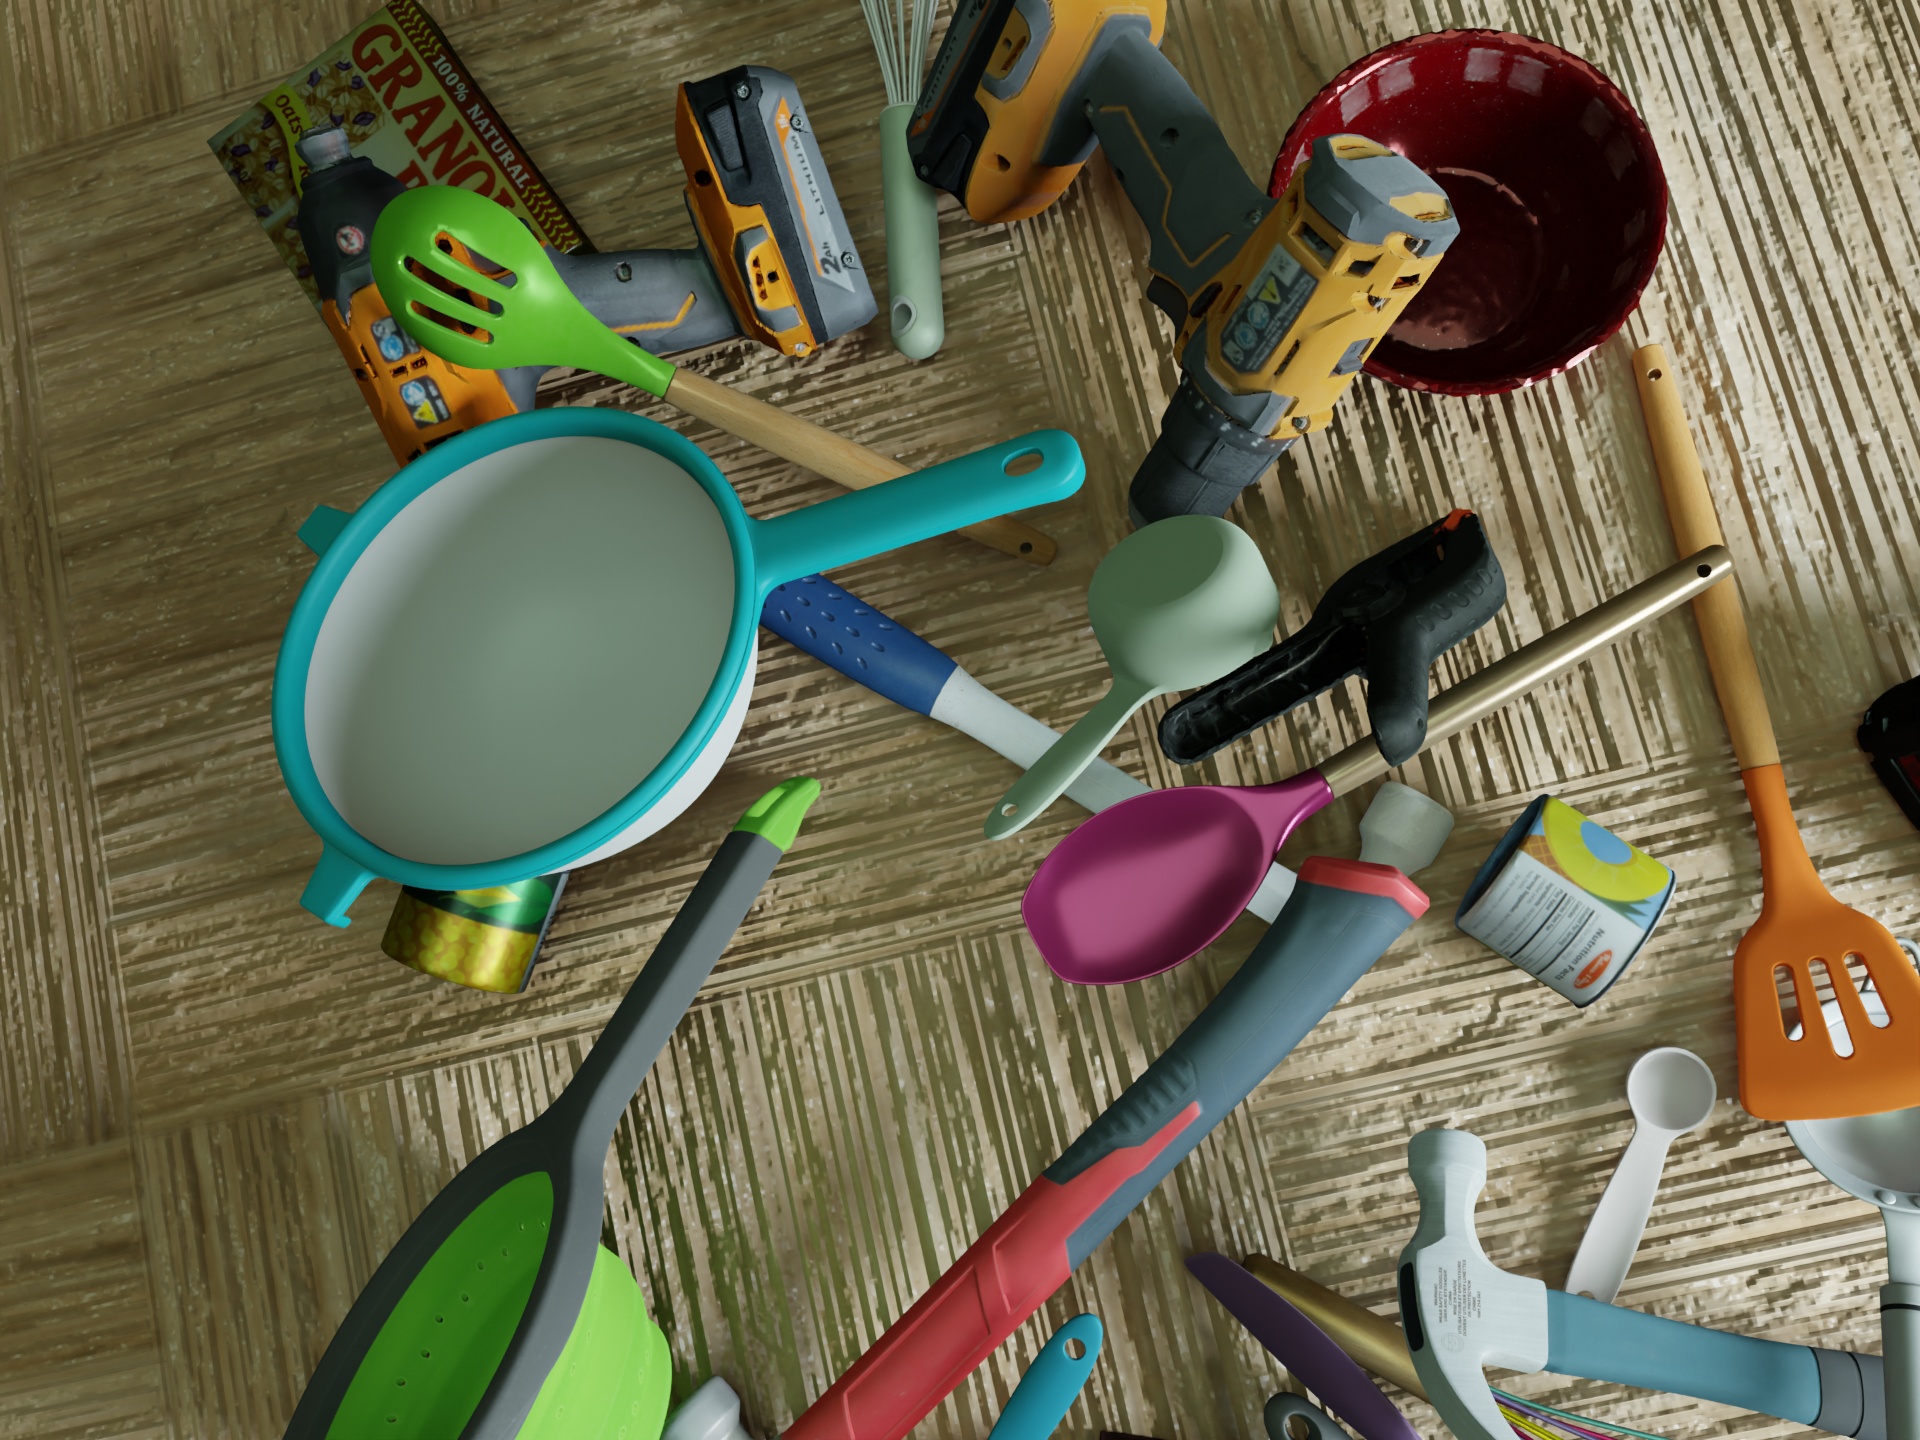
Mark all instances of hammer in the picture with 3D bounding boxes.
[{"bbox_3d":[-0.001,-0.002,0.695,0.405,0.035,0.144,31,87,11],"label":"hammer"},{"bbox_3d":[0.329,0.249,0.591,0.331,0.033,0.128,11,58,2],"label":"hammer"},{"bbox_3d":[0.050,0.210,0.631,0.143,0.038,0.386,45,98,10],"label":"hammer"}]

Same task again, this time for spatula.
[{"bbox_3d":[0.211,0.317,0.612,0.316,0.059,0.018,43,63,5],"label":"spatula"},{"bbox_3d":[0.319,-0.006,0.646,0.081,0.041,0.323,-15,78,22],"label":"spatula"}]

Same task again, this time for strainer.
[{"bbox_3d":[0.343,0.204,0.579,0.087,0.050,0.259,6,57,18],"label":"strainer"},{"bbox_3d":[-0.107,-0.037,0.653,0.340,0.095,0.211,-17,62,8],"label":"strainer"}]

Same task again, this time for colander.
[{"bbox_3d":[-0.142,0.207,0.656,0.094,0.204,0.397,39,70,-22],"label":"colander"}]

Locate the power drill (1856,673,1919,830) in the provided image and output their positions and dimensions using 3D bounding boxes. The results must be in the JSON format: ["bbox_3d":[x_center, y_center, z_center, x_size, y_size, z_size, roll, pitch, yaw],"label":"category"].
[{"bbox_3d":[0.495,0.006,0.605,0.226,0.080,0.188,-30,79,0],"label":"power drill"}]

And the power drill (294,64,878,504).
[{"bbox_3d":[-0.167,-0.206,0.693,0.226,0.084,0.164,-21,113,1],"label":"power drill"}]

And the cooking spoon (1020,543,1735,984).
[{"bbox_3d":[0.169,0.013,0.642,0.319,0.017,0.069,-30,81,2],"label":"cooking spoon"}]

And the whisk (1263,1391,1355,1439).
[{"bbox_3d":[0.202,0.356,0.608,0.055,0.055,0.239,-43,77,0],"label":"whisk"}]

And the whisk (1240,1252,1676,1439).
[{"bbox_3d":[0.222,0.273,0.619,0.245,0.047,0.051,25,102,15],"label":"whisk"}]

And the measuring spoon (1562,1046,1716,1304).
[{"bbox_3d":[0.268,0.189,0.643,0.034,0.018,0.124,21,92,7],"label":"measuring spoon"}]

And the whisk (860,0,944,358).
[{"bbox_3d":[-0.025,-0.288,0.739,0.058,0.059,0.246,-8,83,44],"label":"whisk"}]

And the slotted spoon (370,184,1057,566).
[{"bbox_3d":[-0.098,-0.134,0.673,0.313,0.031,0.070,23,115,-14],"label":"slotted spoon"}]

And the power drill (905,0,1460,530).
[{"bbox_3d":[0.075,-0.200,0.669,0.226,0.084,0.185,50,136,20],"label":"power drill"}]

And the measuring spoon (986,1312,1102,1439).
[{"bbox_3d":[0.017,0.282,0.607,0.042,0.021,0.128,32,98,10],"label":"measuring spoon"}]

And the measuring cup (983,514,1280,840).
[{"bbox_3d":[0.059,-0.021,0.635,0.083,0.038,0.167,22,60,45],"label":"measuring cup"}]
